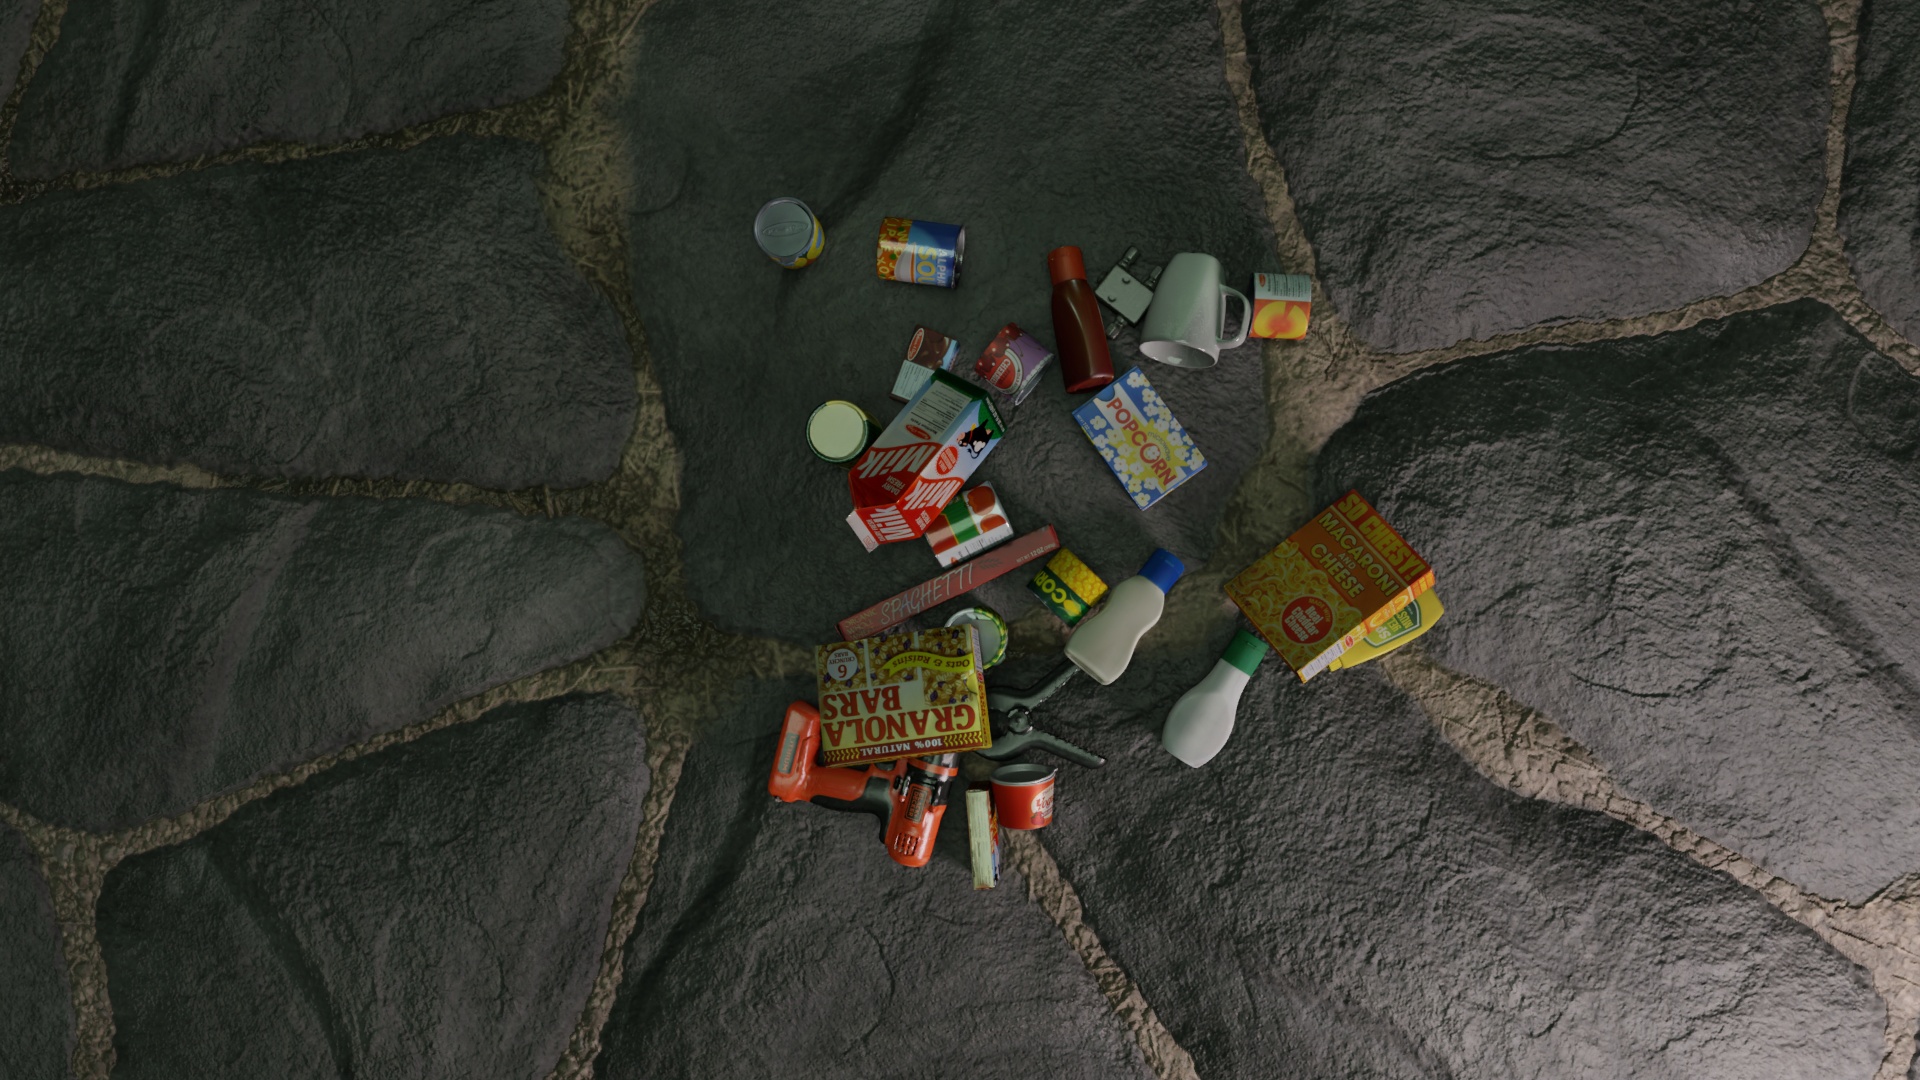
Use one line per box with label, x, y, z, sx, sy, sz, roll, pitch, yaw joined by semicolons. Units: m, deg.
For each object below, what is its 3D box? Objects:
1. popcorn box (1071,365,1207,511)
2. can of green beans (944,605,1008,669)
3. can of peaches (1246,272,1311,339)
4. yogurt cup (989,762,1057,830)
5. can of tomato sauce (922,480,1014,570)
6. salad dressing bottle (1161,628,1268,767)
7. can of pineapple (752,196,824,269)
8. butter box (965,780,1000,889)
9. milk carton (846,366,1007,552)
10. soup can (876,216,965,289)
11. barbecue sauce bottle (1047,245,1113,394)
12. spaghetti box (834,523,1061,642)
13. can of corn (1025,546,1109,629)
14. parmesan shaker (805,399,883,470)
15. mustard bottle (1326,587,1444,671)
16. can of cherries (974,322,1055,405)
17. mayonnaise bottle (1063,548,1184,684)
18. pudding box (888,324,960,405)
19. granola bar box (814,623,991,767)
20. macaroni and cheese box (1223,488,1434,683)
popcorn box;0.186;-0.105;1.447;0.085;0.038;0.126;-36;87;5
can of green beans;0.016;0.101;1.447;0.071;0.058;0.071;0;90;5
can of peaches;0.325;-0.239;1.425;0.058;0.071;0.071;3;90;5
yogurt cup;0.066;0.266;1.439;0.072;0.072;0.054;-4;97;5
can of tomato sauce;0.005;-0.018;1.446;0.083;0.071;0.071;-26;87;3
salad dressing bottle;0.265;0.162;1.434;0.064;0.044;0.147;33;91;6
can of pineapple;-0.181;-0.323;1.471;0.071;0.058;0.071;0;89;5
butter box;0.024;0.306;1.446;0.024;0.053;0.103;-5;88;8
milk carton;-0.044;-0.076;1.414;0.073;0.072;0.191;30;74;32
soup can;-0.042;-0.300;1.453;0.084;0.071;0.071;8;90;5
barbecue sauce bottle;0.121;-0.231;1.445;0.044;0.064;0.148;-6;79;-24
spaghetti box;-0.012;0.047;1.455;0.250;0.050;0.028;-25;86;4
can of corn;0.110;0.047;1.434;0.071;0.071;0.058;43;92;4
parmesan shaker;-0.122;-0.110;1.439;0.071;0.103;0.071;0;89;6
mustard bottle;0.411;0.093;1.419;0.160;0.049;0.065;-33;83;3
can of cherries;0.055;-0.183;1.442;0.058;0.071;0.071;39;93;4
mayonnaise bottle;0.173;0.075;1.429;0.065;0.041;0.148;39;78;5
pudding box;-0.038;-0.180;1.470;0.050;0.030;0.083;21;91;6
granola bar box;-0.059;0.157;1.396;0.165;0.039;0.124;-9;77;10
macaroni and cheese box;0.371;0.045;1.402;0.166;0.040;0.124;-37;56;3
